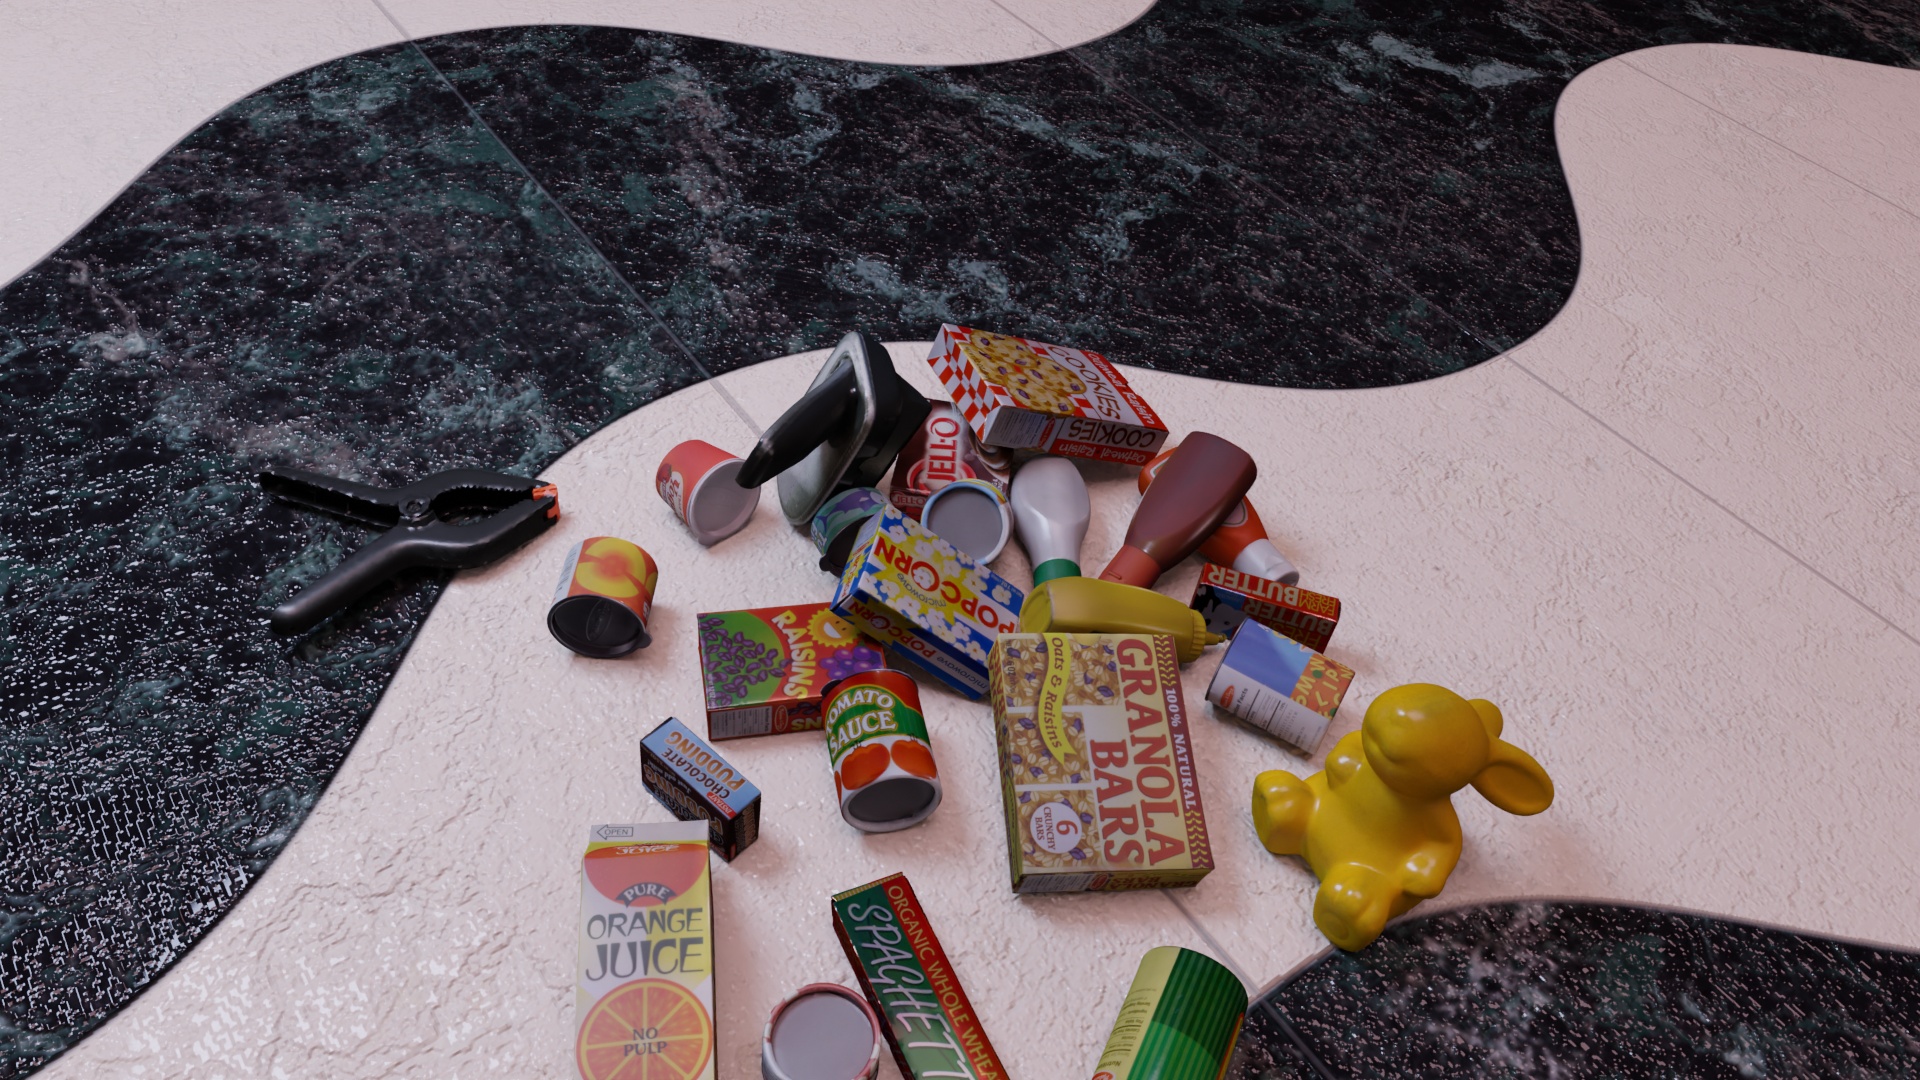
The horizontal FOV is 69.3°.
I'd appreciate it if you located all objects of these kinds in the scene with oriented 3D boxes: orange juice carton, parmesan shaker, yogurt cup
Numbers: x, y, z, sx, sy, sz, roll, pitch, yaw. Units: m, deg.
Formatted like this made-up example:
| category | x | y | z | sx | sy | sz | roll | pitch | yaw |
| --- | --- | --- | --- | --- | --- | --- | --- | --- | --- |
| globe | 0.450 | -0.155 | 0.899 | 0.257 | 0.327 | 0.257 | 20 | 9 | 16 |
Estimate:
| category | x | y | z | sx | sy | sz | roll | pitch | yaw |
| --- | --- | --- | --- | --- | --- | --- | --- | --- | --- |
| orange juice carton | -0.173 | 0.239 | 0.772 | 0.072 | 0.072 | 0.193 | -2 | 46 | -10 |
| parmesan shaker | 0.116 | 0.286 | 0.769 | 0.071 | 0.071 | 0.103 | 23 | 47 | 14 |
| yogurt cup | -0.193 | -0.041 | 1.050 | 0.054 | 0.072 | 0.073 | 32 | 50 | 32 |

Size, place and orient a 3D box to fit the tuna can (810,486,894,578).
| category | x | y | z | sx | sy | sz | roll | pitch | yaw |
| --- | --- | --- | --- | --- | --- | --- | --- | --- | --- |
| tuna can | -0.078 | -0.004 | 1.029 | 0.071 | 0.070 | 0.033 | -16 | 49 | -22 |

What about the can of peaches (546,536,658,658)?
| category | x | y | z | sx | sy | sz | roll | pitch | yaw |
| --- | --- | --- | --- | --- | --- | --- | --- | --- | --- |
| can of peaches | -0.244 | 0.040 | 0.962 | 0.071 | 0.070 | 0.058 | 4 | 45 | -4 |

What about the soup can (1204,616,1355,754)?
| category | x | y | z | sx | sy | sz | roll | pitch | yaw |
| --- | --- | --- | --- | --- | --- | --- | --- | --- | --- |
| soup can | 0.224 | 0.099 | 0.970 | 0.084 | 0.071 | 0.072 | 27 | 48 | 16 |

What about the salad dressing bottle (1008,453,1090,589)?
| category | x | y | z | sx | sy | sz | roll | pitch | yaw |
| --- | --- | --- | --- | --- | --- | --- | --- | --- | --- |
| salad dressing bottle | 0.071 | -0.001 | 1.063 | 0.064 | 0.043 | 0.148 | 10 | 46 | -12 |

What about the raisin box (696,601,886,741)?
| category | x | y | z | sx | sy | sz | roll | pitch | yaw |
| --- | --- | --- | --- | --- | --- | --- | --- | --- | --- |
| raisin box | -0.115 | 0.086 | 0.953 | 0.123 | 0.039 | 0.086 | -4 | 46 | -13 |

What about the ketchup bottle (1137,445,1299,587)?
| category | x | y | z | sx | sy | sz | roll | pitch | yaw |
| --- | --- | --- | --- | --- | --- | --- | --- | --- | --- |
| ketchup bottle | 0.205 | -0.012 | 1.091 | 0.065 | 0.043 | 0.149 | -26 | 54 | -17 |

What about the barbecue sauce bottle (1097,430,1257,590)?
| category | x | y | z | sx | sy | sz | roll | pitch | yaw |
| --- | --- | --- | --- | --- | --- | --- | --- | --- | --- |
| barbecue sauce bottle | 0.159 | -0.013 | 1.051 | 0.065 | 0.043 | 0.149 | 29 | 72 | 36 |

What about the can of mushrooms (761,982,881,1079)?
| category | x | y | z | sx | sy | sz | roll | pitch | yaw |
| --- | --- | --- | --- | --- | --- | --- | --- | --- | --- |
| can of mushrooms | -0.076 | 0.281 | 0.773 | 0.071 | 0.033 | 0.071 | 4 | 46 | -4 |

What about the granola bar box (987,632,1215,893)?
| category | x | y | z | sx | sy | sz | roll | pitch | yaw |
| --- | --- | --- | --- | --- | --- | --- | --- | --- | --- |
| granola bar box | 0.088 | 0.140 | 0.901 | 0.124 | 0.038 | 0.166 | 1 | 59 | -12 |

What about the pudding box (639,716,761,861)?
| category | x | y | z | sx | sy | sz | roll | pitch | yaw |
| --- | --- | --- | --- | --- | --- | --- | --- | --- | --- |
| pudding box | -0.163 | 0.156 | 0.871 | 0.084 | 0.049 | 0.030 | 36 | 50 | 23 |

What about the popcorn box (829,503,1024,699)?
| category | x | y | z | sx | sy | sz | roll | pitch | yaw |
| --- | --- | --- | --- | --- | --- | --- | --- | --- | --- |
| popcorn box | -0.020 | 0.043 | 0.971 | 0.126 | 0.038 | 0.085 | 33 | 44 | -17 |

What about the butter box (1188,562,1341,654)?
| category | x | y | z | sx | sy | sz | roll | pitch | yaw |
| --- | --- | --- | --- | --- | --- | --- | --- | --- | --- |
| butter box | 0.222 | 0.053 | 1.023 | 0.103 | 0.052 | 0.024 | 15 | 48 | 7 |

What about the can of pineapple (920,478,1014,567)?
| category | x | y | z | sx | sy | sz | roll | pitch | yaw |
| --- | --- | --- | --- | --- | --- | --- | --- | --- | --- |
| can of pineapple | 0.004 | -0.013 | 1.033 | 0.071 | 0.071 | 0.058 | 13 | 5 | 4 |

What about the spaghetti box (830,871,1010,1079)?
| category | x | y | z | sx | sy | sz | roll | pitch | yaw |
| --- | --- | --- | --- | --- | --- | --- | --- | --- | --- |
| spaghetti box | -0.002 | 0.298 | 0.770 | 0.050 | 0.028 | 0.251 | -16 | 50 | -22 |

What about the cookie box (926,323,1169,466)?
| category | x | y | z | sx | sy | sz | roll | pitch | yaw |
| --- | --- | --- | --- | --- | --- | --- | --- | --- | --- |
| cookie box | 0.072 | -0.118 | 1.131 | 0.168 | 0.040 | 0.123 | 6 | 35 | -32 |

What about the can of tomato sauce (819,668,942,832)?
| category | x | y | z | sx | sy | sz | roll | pitch | yaw |
| --- | --- | --- | --- | --- | --- | --- | --- | --- | --- |
| can of tomato sauce | -0.052 | 0.134 | 0.894 | 0.071 | 0.070 | 0.083 | -5 | 47 | -13 |

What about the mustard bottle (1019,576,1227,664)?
| category | x | y | z | sx | sy | sz | roll | pitch | yaw |
| --- | --- | --- | --- | --- | --- | --- | --- | --- | --- |
| mustard bottle | 0.124 | 0.063 | 0.991 | 0.160 | 0.065 | 0.049 | 8 | 56 | -21 |
